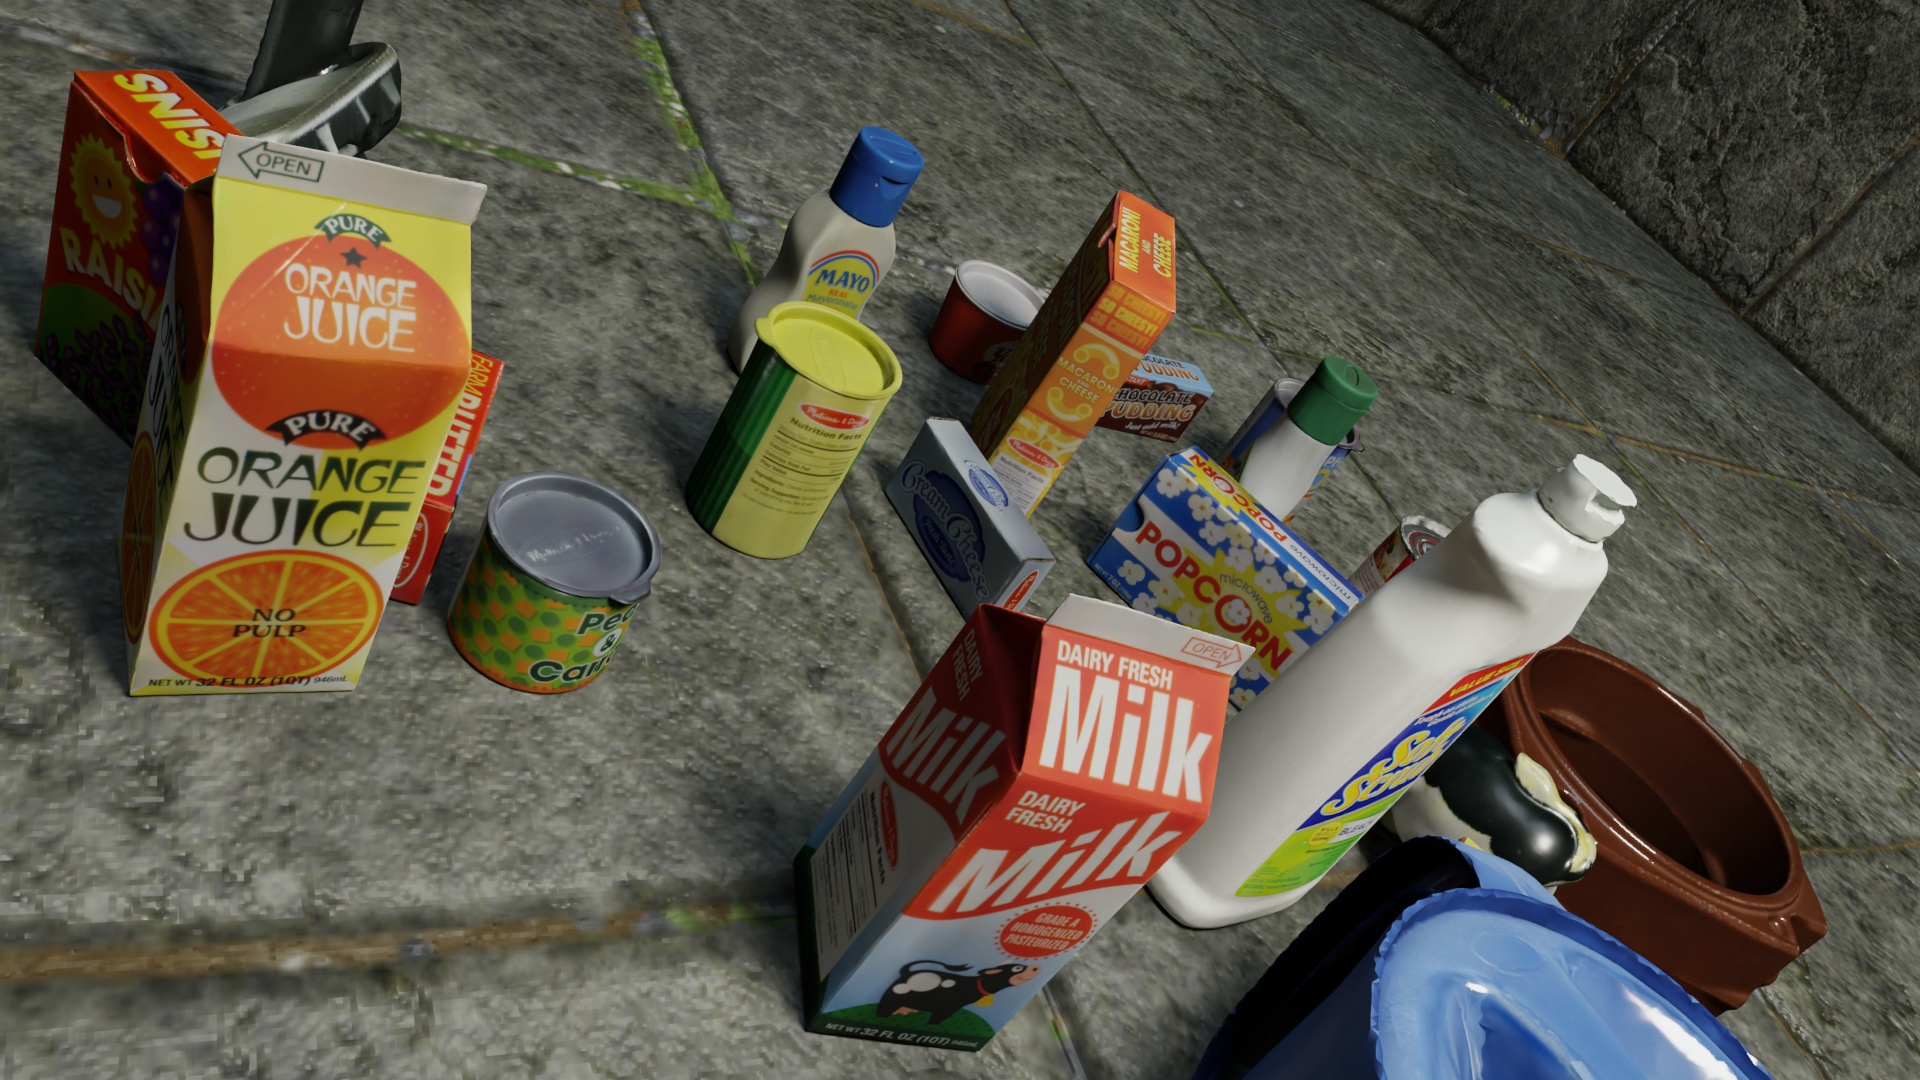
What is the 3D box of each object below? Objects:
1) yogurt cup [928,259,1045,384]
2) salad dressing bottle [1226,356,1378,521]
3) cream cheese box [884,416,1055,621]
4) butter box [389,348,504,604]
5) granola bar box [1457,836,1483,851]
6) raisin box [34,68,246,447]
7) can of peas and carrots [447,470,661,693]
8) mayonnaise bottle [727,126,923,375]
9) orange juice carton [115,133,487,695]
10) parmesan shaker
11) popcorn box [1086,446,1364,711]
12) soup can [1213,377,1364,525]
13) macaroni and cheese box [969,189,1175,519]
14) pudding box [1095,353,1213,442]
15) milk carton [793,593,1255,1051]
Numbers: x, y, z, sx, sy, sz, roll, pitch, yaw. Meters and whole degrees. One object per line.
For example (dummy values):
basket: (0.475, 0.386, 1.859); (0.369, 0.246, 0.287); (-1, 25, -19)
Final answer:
yogurt cup: (0.016, -0.136, 0.878); (0.072, 0.053, 0.073); (23, 35, -17)
salad dressing bottle: (0.186, -0.042, 0.817); (0.044, 0.147, 0.064); (33, 33, -2)
cream cheese box: (0.003, -0.009, 0.705); (0.024, 0.053, 0.104); (-1, 46, -41)
butter box: (-0.208, -0.029, 0.551); (0.024, 0.053, 0.104); (20, 36, -20)
granola bar box: (0.133, 0.188, 0.502); (0.039, 0.123, 0.166); (45, 35, 16)
raisin box: (-0.286, -0.093, 0.503); (0.086, 0.122, 0.040); (41, 33, 10)
can of peas and carrots: (-0.154, 0.018, 0.533); (0.071, 0.058, 0.071); (23, 35, -17)
mayonnaise bottle: (-0.068, -0.146, 0.734); (0.065, 0.147, 0.041); (6, 42, -36)
orange juice carton: (-0.210, -0.039, 0.436); (0.072, 0.191, 0.073); (3, 44, -38)
parmesan shaker: (-0.081, -0.050, 0.641); (0.071, 0.102, 0.072); (23, 35, -17)
popcorn box: (0.142, 0.022, 0.757); (0.127, 0.084, 0.038); (45, 34, 16)
soup can: (0.211, -0.052, 0.910); (0.071, 0.083, 0.072); (23, 35, -17)
macaroni and cheese box: (0.055, -0.094, 0.756); (0.040, 0.165, 0.124); (27, 34, -10)
pudding box: (0.120, -0.098, 0.922); (0.084, 0.049, 0.030); (9, 41, -33)
milk carton: (0.017, 0.089, 0.467); (0.072, 0.189, 0.074); (17, 37, -25)
